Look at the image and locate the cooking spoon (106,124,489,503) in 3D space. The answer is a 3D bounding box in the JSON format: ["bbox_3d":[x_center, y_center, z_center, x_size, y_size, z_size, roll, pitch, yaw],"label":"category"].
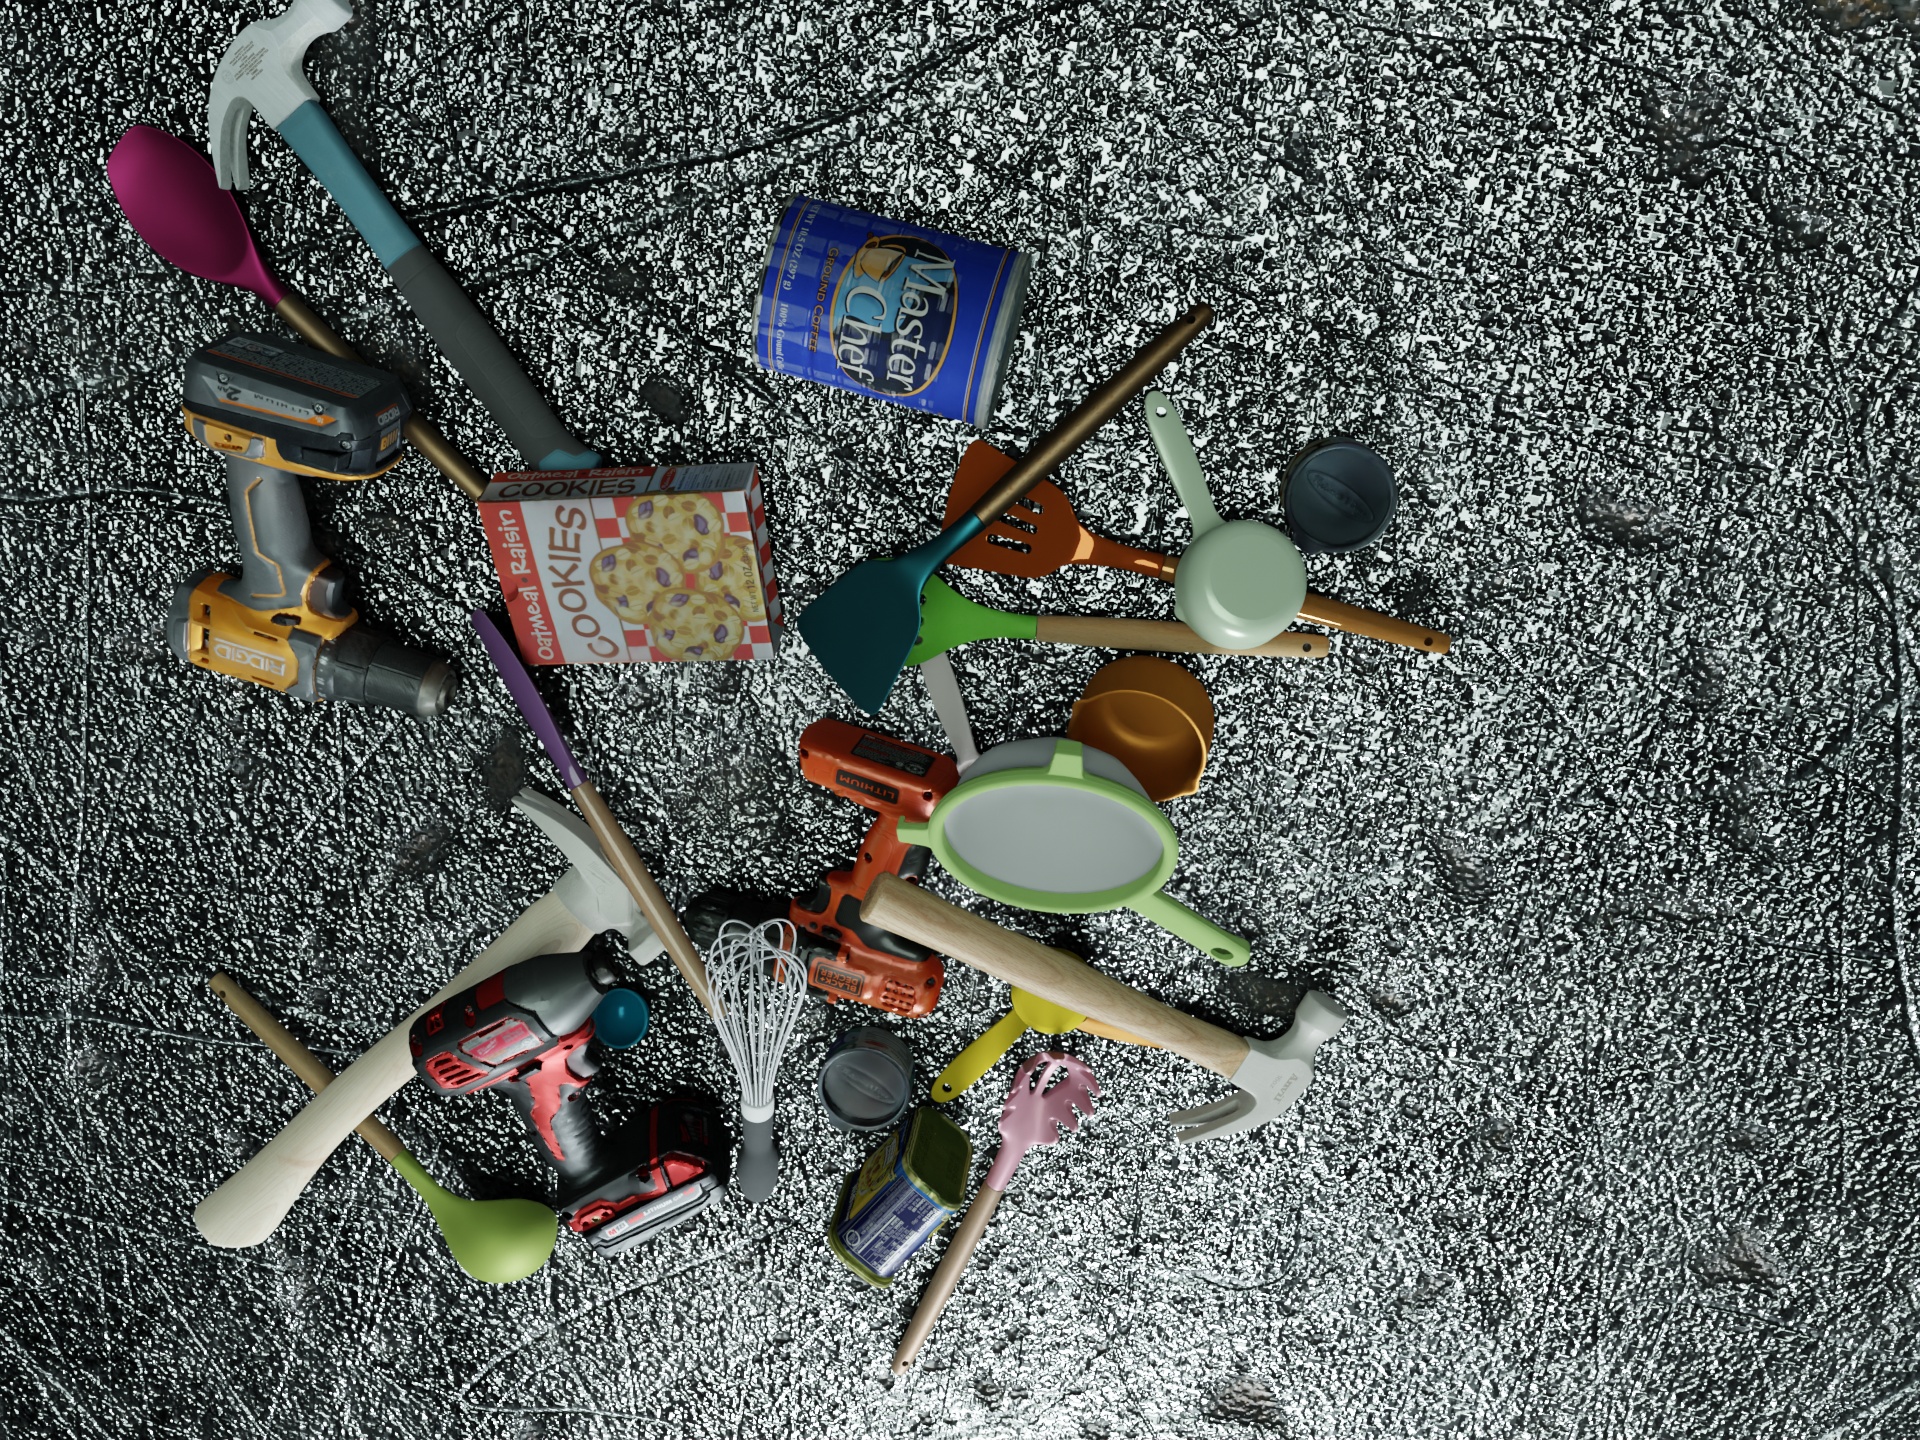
[{"bbox_3d":[-0.407,-0.245,1.003,0.319,0.017,0.068,45,109,-8],"label":"cooking spoon"}]

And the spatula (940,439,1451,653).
[{"bbox_3d":[0.147,-0.092,0.987,0.322,0.041,0.081,15,108,-3],"label":"spatula"}]

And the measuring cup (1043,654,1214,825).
[{"bbox_3d":[0.094,0.025,1.022,0.095,0.052,0.173,35,133,-8],"label":"measuring cup"}]

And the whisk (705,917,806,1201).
[{"bbox_3d":[-0.137,0.238,1.079,0.070,0.070,0.284,8,129,4],"label":"whisk"}]

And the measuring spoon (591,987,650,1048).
[{"bbox_3d":[-0.279,0.210,1.139,0.128,0.021,0.042,1,84,16],"label":"measuring spoon"}]

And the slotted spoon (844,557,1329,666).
[{"bbox_3d":[0.074,-0.059,1.001,0.314,0.031,0.070,4,106,2],"label":"slotted spoon"}]

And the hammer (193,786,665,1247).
[{"bbox_3d":[-0.393,0.224,1.115,0.410,0.038,0.146,-41,98,8],"label":"hammer"}]

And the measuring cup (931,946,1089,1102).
[{"bbox_3d":[0.030,0.219,1.095,0.062,0.029,0.156,43,109,-1],"label":"measuring cup"}]

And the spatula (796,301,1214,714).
[{"bbox_3d":[0.031,-0.138,0.960,0.317,0.044,0.082,-42,73,3],"label":"spatula"}]

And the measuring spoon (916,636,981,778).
[{"bbox_3d":[-0.002,-0.003,1.039,0.034,0.018,0.124,-16,99,23],"label":"measuring spoon"}]

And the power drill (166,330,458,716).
[{"bbox_3d":[-0.402,-0.110,1.007,0.185,0.084,0.226,18,119,1],"label":"power drill"}]

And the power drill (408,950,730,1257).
[{"bbox_3d":[-0.253,0.251,1.080,0.143,0.079,0.219,-28,119,5],"label":"power drill"}]

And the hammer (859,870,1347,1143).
[{"bbox_3d":[0.085,0.180,1.038,0.331,0.031,0.130,26,105,-15],"label":"hammer"}]

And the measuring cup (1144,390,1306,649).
[{"bbox_3d":[0.151,-0.123,0.949,0.083,0.038,0.167,-24,90,-7],"label":"measuring cup"}]

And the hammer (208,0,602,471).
[{"bbox_3d":[-0.332,-0.274,0.977,0.128,0.033,0.331,-33,101,15],"label":"hammer"}]

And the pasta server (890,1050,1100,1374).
[{"bbox_3d":[0.014,0.358,1.139,0.060,0.040,0.316,20,111,-12],"label":"pasta server"}]

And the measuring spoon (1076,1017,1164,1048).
[{"bbox_3d":[0.126,0.213,1.095,0.117,0.011,0.021,12,109,6],"label":"measuring spoon"}]

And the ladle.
[{"bbox_3d":[-0.428,0.296,1.176,0.320,0.062,0.078,44,113,-1],"label":"ladle"}]

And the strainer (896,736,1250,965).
[{"bbox_3d":[0.097,0.077,0.996,0.256,0.069,0.151,33,138,-31],"label":"strainer"}]

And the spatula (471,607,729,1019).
[{"bbox_3d":[-0.239,0.064,1.056,0.018,0.060,0.316,-33,98,-25],"label":"spatula"}]
